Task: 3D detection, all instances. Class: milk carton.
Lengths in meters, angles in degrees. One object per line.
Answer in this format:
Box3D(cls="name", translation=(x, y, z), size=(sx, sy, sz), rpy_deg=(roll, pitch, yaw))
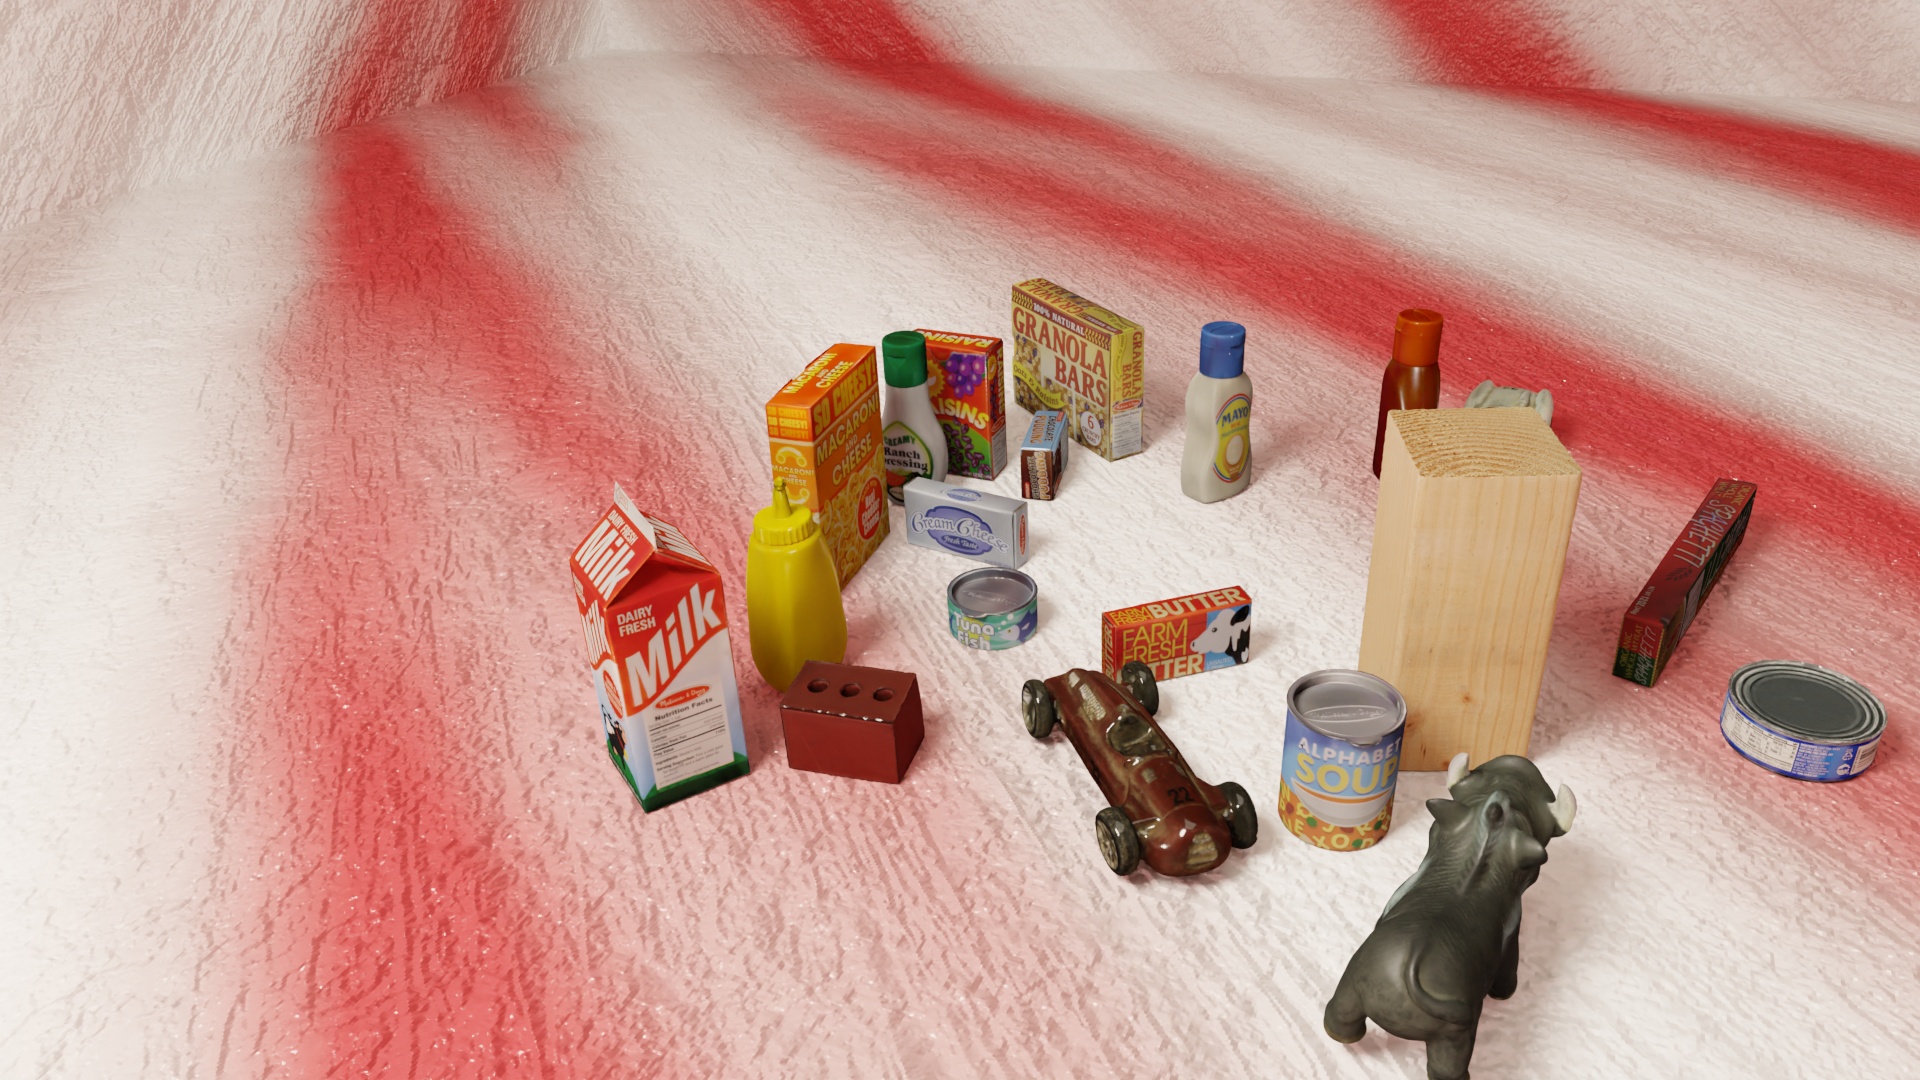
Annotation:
Box3D(cls="milk carton", translation=(-0.185, 0.062, 0.846), size=(0.074, 0.189, 0.072), rpy_deg=(-18, 32, -26))

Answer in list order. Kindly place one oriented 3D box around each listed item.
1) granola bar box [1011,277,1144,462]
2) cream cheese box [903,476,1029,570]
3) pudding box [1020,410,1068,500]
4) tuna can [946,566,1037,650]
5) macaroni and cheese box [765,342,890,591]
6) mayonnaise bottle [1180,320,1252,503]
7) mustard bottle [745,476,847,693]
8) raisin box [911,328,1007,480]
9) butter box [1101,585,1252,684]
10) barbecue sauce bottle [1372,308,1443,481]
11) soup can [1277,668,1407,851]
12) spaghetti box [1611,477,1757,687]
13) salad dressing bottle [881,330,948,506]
Box3D(cls="granola bar box", translation=(0.105, -0.160, 1.285), size=(0.039, 0.123, 0.166), rpy_deg=(-18, 32, -25))
Box3D(cls="cream cheese box", translation=(0.004, -0.014, 1.104), size=(0.104, 0.053, 0.024), rpy_deg=(14, 33, 28))
Box3D(cls="pudding box", translation=(0.074, -0.075, 1.212), size=(0.030, 0.049, 0.084), rpy_deg=(4, 30, 12))
Box3D(cls="tuna can", translation=(0.022, 0.050, 1.009), size=(0.071, 0.032, 0.071), rpy_deg=(-2, 29, 1))
Box3D(cls="macaroni and cheese box", translation=(-0.100, -0.052, 1.066), size=(0.040, 0.165, 0.124), rpy_deg=(8, 31, 18))
Box3D(cls="mayonnaise bottle", translation=(0.215, -0.107, 1.156), size=(0.065, 0.147, 0.041), rpy_deg=(-22, 34, -30))
Box3D(cls="mustard bottle", translation=(-0.114, 0.026, 0.935), size=(0.049, 0.159, 0.065), rpy_deg=(19, 36, 34))
Box3D(cls="raisin box", translation=(-0.006, -0.120, 1.223), size=(0.086, 0.122, 0.040), rpy_deg=(11, 32, 23))
Box3D(cls="butter box", translation=(0.148, 0.066, 0.949), size=(0.104, 0.053, 0.024), rpy_deg=(-10, 30, -13))
Box3D(cls="barbecue sauce bottle", translation=(0.376, -0.118, 1.162), size=(0.044, 0.147, 0.065), rpy_deg=(-5, 29, -4))
Box3D(cls="soup can", translation=(0.219, 0.128, 0.801), size=(0.071, 0.083, 0.072), rpy_deg=(-2, 29, 1))
Box3D(cls="spaghetti box", translation=(0.523, 0.024, 0.997), size=(0.029, 0.050, 0.251), rpy_deg=(19, 36, 34))
Box3D(cls="salad dressing bottle", translation=(-0.044, -0.102, 1.170), size=(0.064, 0.147, 0.044), rpy_deg=(9, 31, 20))
